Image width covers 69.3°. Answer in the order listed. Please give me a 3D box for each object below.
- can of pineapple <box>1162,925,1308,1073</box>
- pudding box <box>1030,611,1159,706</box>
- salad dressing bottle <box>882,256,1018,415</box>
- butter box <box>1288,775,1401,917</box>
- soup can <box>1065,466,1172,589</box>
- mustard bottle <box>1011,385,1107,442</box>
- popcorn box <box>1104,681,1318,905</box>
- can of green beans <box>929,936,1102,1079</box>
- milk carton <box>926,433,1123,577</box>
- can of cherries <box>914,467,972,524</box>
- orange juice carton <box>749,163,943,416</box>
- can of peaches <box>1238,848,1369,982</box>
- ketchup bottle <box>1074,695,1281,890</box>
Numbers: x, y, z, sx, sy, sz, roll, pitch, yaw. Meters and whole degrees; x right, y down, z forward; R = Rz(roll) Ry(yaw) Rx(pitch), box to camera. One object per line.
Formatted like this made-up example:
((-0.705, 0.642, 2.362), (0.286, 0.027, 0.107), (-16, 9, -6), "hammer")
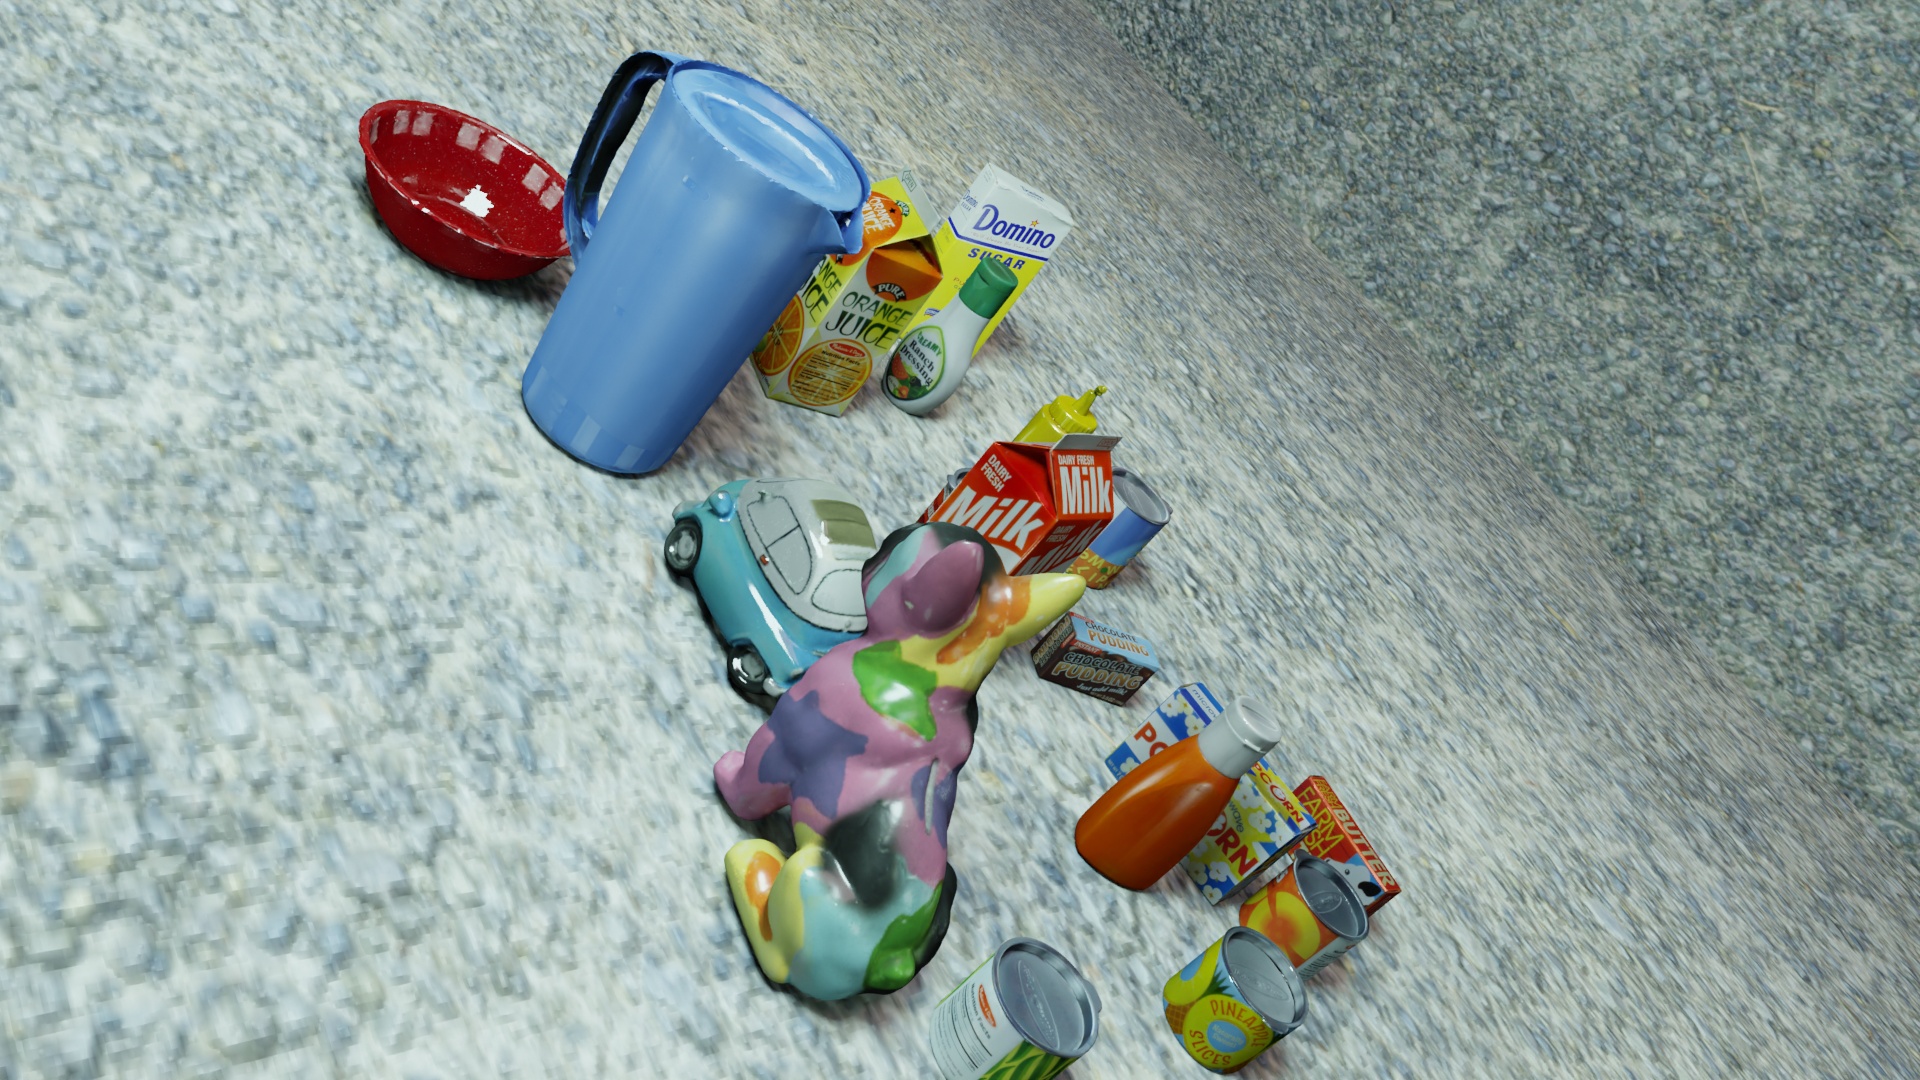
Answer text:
((0.163, 0.275, 0.827), (0.071, 0.057, 0.071), (30, 30, -19), "can of pineapple")
((0.100, 0.088, 1.031), (0.084, 0.049, 0.030), (22, 33, -30), "pudding box")
((-0.008, -0.172, 1.170), (0.044, 0.147, 0.064), (-5, 51, -54), "salad dressing bottle")
((0.275, 0.231, 1.031), (0.024, 0.053, 0.104), (10, 40, -44), "butter box")
((0.126, -0.009, 1.165), (0.071, 0.083, 0.072), (30, 30, -19), "soup can")
((0.063, -0.067, 1.090), (0.049, 0.159, 0.065), (43, 28, 6), "mustard bottle")
((0.169, 0.172, 0.954), (0.038, 0.085, 0.127), (-4, 51, -53), "popcorn box")
((0.027, 0.246, 0.705), (0.071, 0.057, 0.071), (30, 30, -19), "can of green beans")
((0.031, -0.004, 0.930), (0.072, 0.189, 0.073), (-4, 51, -53), "milk carton")
((0.004, -0.013, 1.050), (0.071, 0.058, 0.072), (30, 30, -19), "can of cherries")
((-0.081, -0.192, 1.063), (0.073, 0.192, 0.072), (13, 38, -41), "orange juice carton")
((0.230, 0.254, 0.938), (0.071, 0.057, 0.071), (30, 30, -19), "can of peaches")
((0.139, 0.157, 0.872), (0.064, 0.148, 0.044), (33, 29, -14), "ketchup bottle")
